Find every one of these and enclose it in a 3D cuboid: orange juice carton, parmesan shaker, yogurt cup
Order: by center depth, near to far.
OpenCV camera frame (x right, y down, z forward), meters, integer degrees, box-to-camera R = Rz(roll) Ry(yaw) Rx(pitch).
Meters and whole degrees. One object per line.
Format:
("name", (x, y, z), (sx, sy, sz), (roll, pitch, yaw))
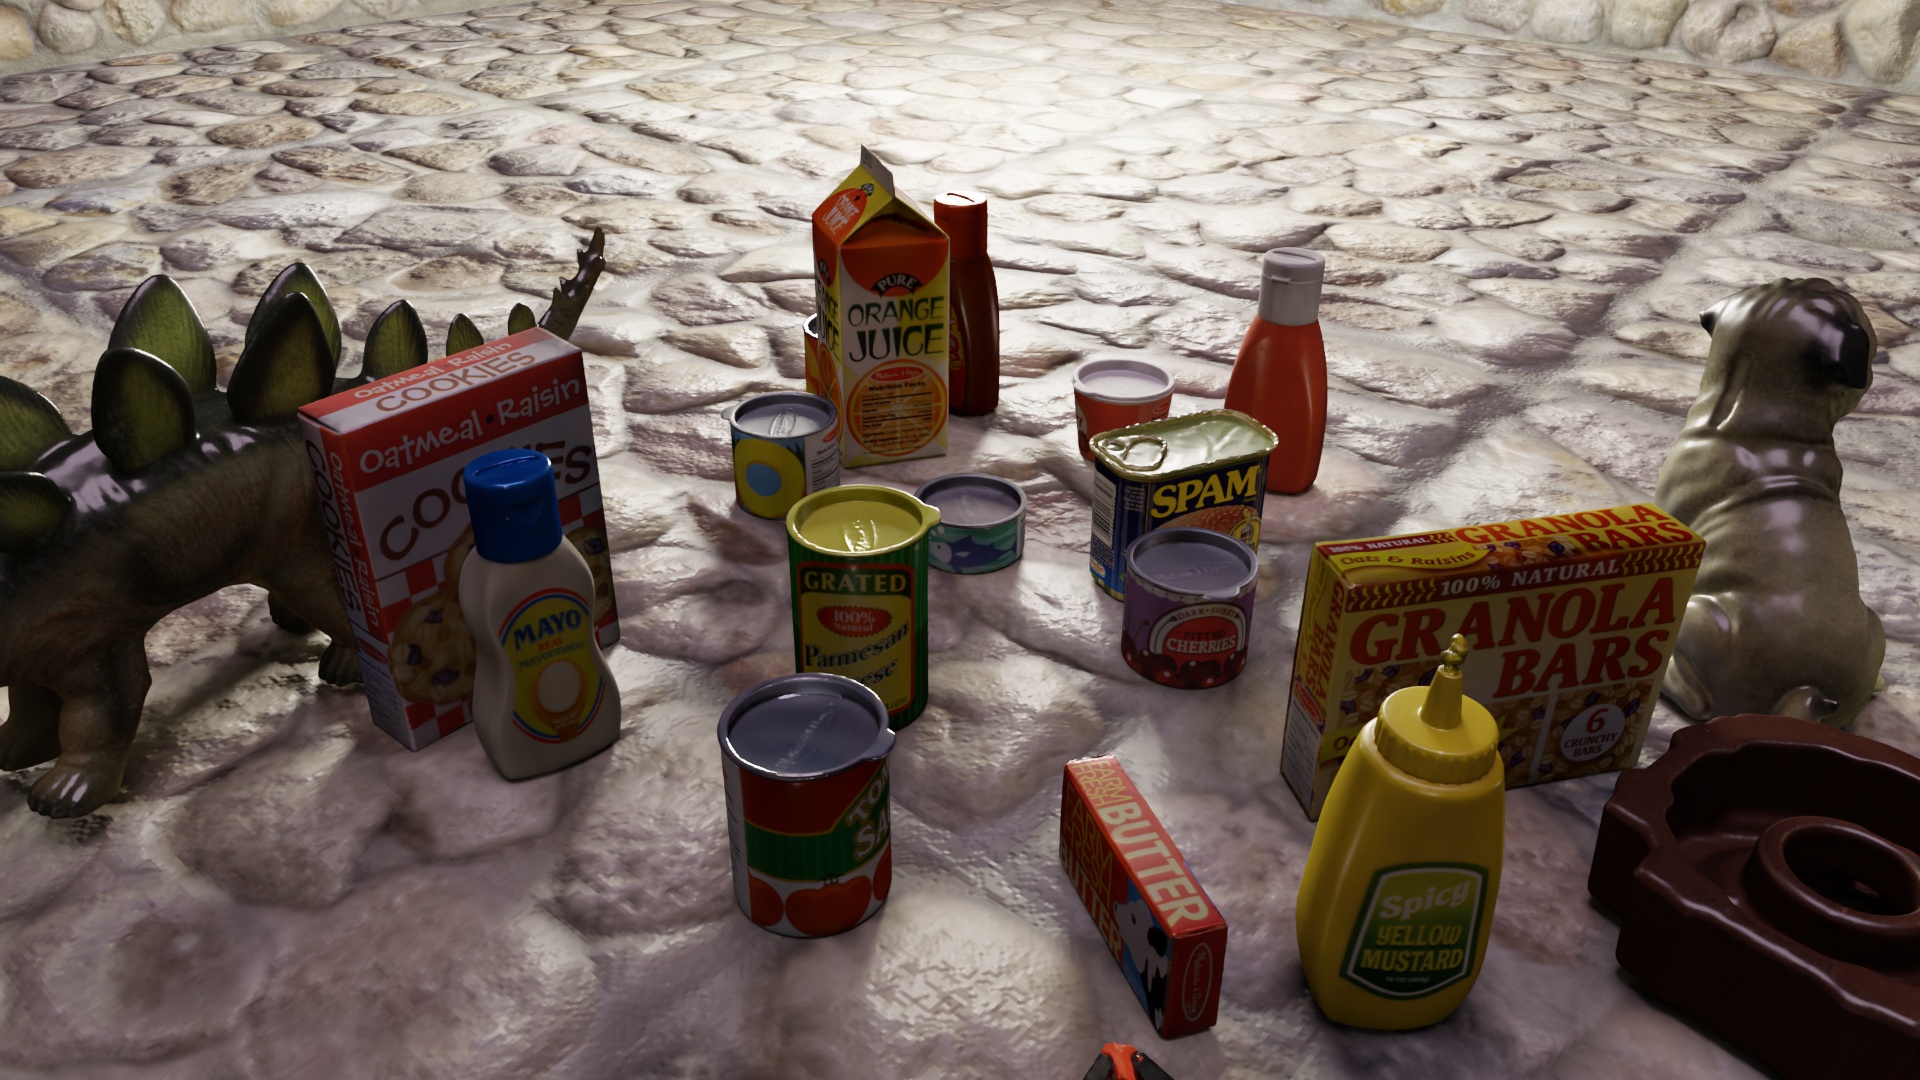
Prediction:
("parmesan shaker", (-0.045, 0.034, 0.662), (0.071, 0.102, 0.071), (0, 30, 0))
("orange juice carton", (-0.051, -0.150, 0.892), (0.073, 0.191, 0.072), (-9, 31, -16))
("yogurt cup", (0.106, -0.084, 0.917), (0.072, 0.053, 0.073), (0, 30, 0))

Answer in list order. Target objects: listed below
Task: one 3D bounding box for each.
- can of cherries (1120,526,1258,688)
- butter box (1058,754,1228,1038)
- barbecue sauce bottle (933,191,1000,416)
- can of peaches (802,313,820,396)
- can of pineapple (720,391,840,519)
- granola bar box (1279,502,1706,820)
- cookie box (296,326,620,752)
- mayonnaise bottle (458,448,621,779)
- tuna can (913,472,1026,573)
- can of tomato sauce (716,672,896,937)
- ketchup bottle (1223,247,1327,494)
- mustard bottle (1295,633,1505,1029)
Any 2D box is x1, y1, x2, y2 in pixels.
("can of cherries", (0.116, 0.035, 0.707), (0.071, 0.058, 0.072), (0, 30, 0))
("butter box", (0.068, 0.135, 0.539), (0.024, 0.052, 0.104), (-9, 31, -16))
("barbecue sauce bottle", (0.000, -0.164, 0.960), (0.044, 0.147, 0.065), (-20, 36, -32))
("can of peaches", (-0.077, -0.127, 0.985), (0.071, 0.057, 0.071), (0, 30, 0))
("can of pineapple", (-0.109, -0.053, 0.856), (0.071, 0.057, 0.071), (0, 30, 0))
("granola bar box", (0.230, 0.053, 0.613), (0.166, 0.123, 0.039), (-6, 30, -12))
("cookie box", (-0.230, -0.003, 0.658), (0.040, 0.166, 0.123), (22, 36, 33))
("mayonnaise bottle", (-0.190, 0.033, 0.616), (0.065, 0.147, 0.041), (-20, 36, -32))
("tuna can", (0.003, -0.010, 0.809), (0.071, 0.032, 0.071), (0, 30, 0))
("can of tomato sauce", (-0.059, 0.106, 0.556), (0.071, 0.082, 0.071), (0, 30, 0))
("ketchup bottle", (0.198, -0.105, 0.860), (0.065, 0.148, 0.044), (19, 35, 30))
("mustard bottle", (0.159, 0.103, 0.490), (0.065, 0.159, 0.049), (-1, 30, -2))
